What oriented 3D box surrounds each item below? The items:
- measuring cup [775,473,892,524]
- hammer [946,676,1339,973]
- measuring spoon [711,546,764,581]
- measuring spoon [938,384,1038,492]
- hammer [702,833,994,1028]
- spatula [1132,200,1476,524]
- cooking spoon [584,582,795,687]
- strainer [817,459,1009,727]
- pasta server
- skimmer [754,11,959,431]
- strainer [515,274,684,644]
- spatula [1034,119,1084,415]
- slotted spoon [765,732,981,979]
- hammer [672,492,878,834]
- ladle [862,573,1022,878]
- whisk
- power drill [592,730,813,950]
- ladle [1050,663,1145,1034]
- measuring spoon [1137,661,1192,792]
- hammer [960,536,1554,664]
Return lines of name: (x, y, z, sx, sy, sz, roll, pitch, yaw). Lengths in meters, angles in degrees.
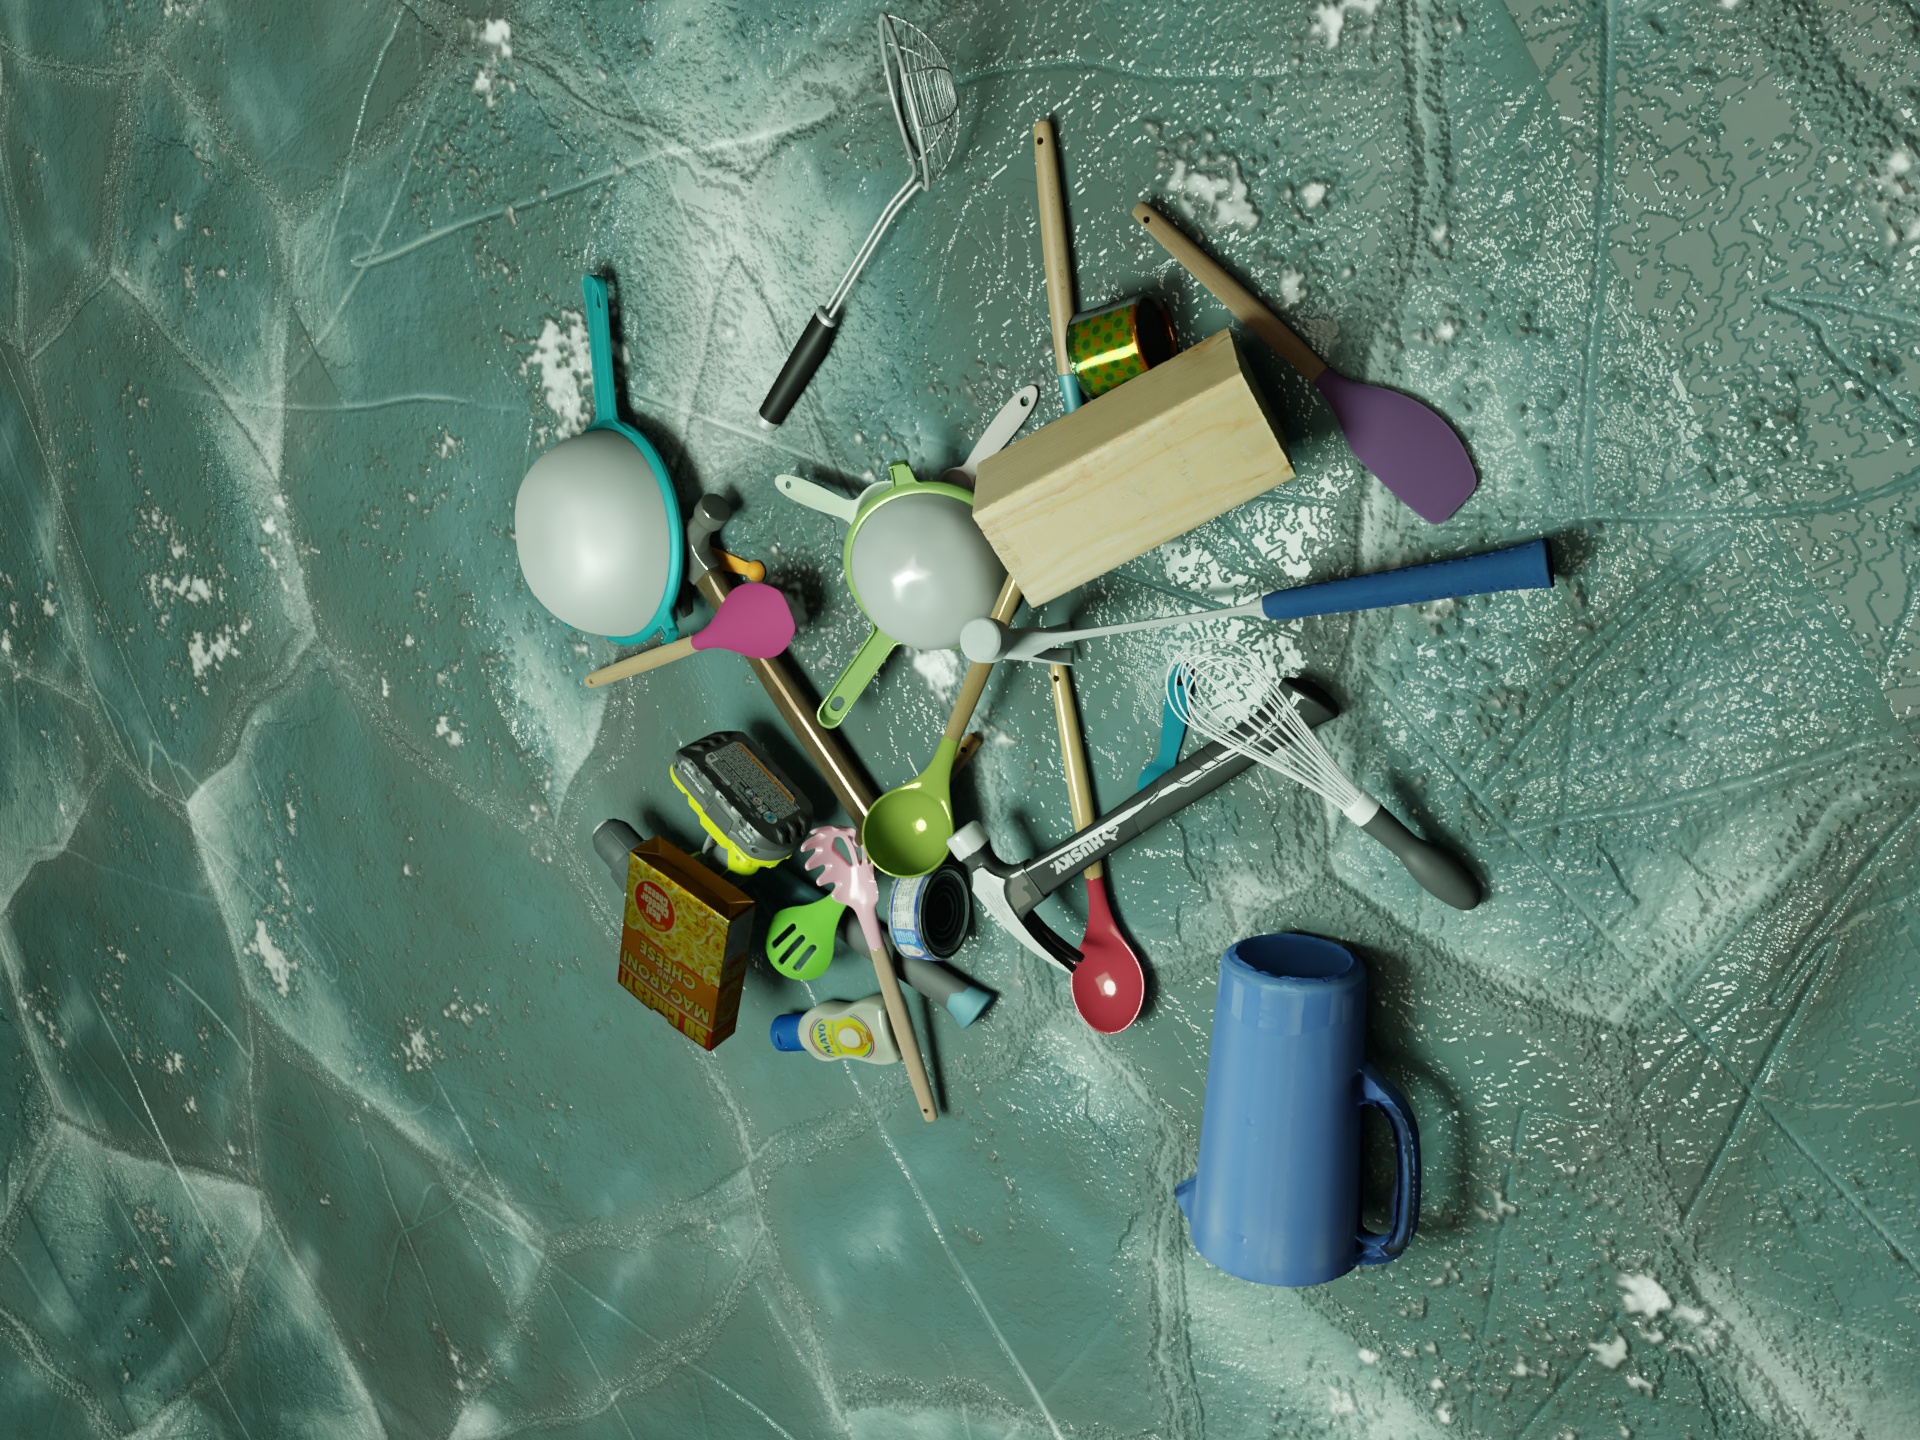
measuring cup: (-0.084, -0.181, 1.346, 0.168, 0.038, 0.083, 25, 117, 28)
hammer: (0.150, 0.072, 1.237, 0.334, 0.035, 0.146, -36, 89, 28)
measuring spoon: (-0.228, -0.148, 1.469, 0.117, 0.011, 0.021, 18, 114, 29)
measuring spoon: (0.026, -0.219, 1.275, 0.034, 0.018, 0.124, 48, 118, 13)
hammer: (-0.110, 0.188, 1.479, 0.331, 0.033, 0.128, 29, 120, 24)
spatula: (0.235, -0.260, 1.113, 0.316, 0.018, 0.059, 46, 123, 13)
cooking spoon: (-0.258, -0.066, 1.470, 0.319, 0.017, 0.068, -14, 101, 44)
strainer: (-0.054, -0.075, 1.298, 0.151, 0.069, 0.256, 33, 120, -9)
pasta server: (-0.070, 0.228, 1.415, 0.060, 0.040, 0.316, -7, 111, 24)
skimmer: (-0.104, -0.379, 1.266, 0.363, 0.090, 0.127, -52, 42, 36)
strainer: (-0.353, -0.232, 1.455, 0.211, 0.095, 0.340, 11, 107, 46)
spatula: (0.076, -0.287, 1.199, 0.082, 0.044, 0.317, 0, 103, 32)
slotted spoon: (-0.080, 0.124, 1.412, 0.070, 0.031, 0.313, 43, 113, 8)
hammer: (-0.169, -0.038, 1.444, 0.130, 0.031, 0.331, -39, 84, 44)
ladle: (-0.002, -0.004, 1.285, 0.078, 0.062, 0.320, 29, 121, 10)
whisk: (0.262, 0.041, 1.136, 0.284, 0.070, 0.070, 40, 125, -3)
power drill: (-0.248, 0.117, 1.482, 0.191, 0.080, 0.228, 45, 129, 12)
ladle: (0.104, 0.104, 1.310, 0.069, 0.031, 0.315, -5, 100, 30)
measuring spoon: (0.161, 0.016, 1.245, 0.042, 0.021, 0.128, 20, 116, 28)
hammer: (0.210, -0.081, 1.139, 0.405, 0.144, 0.035, -7, 87, 27)
